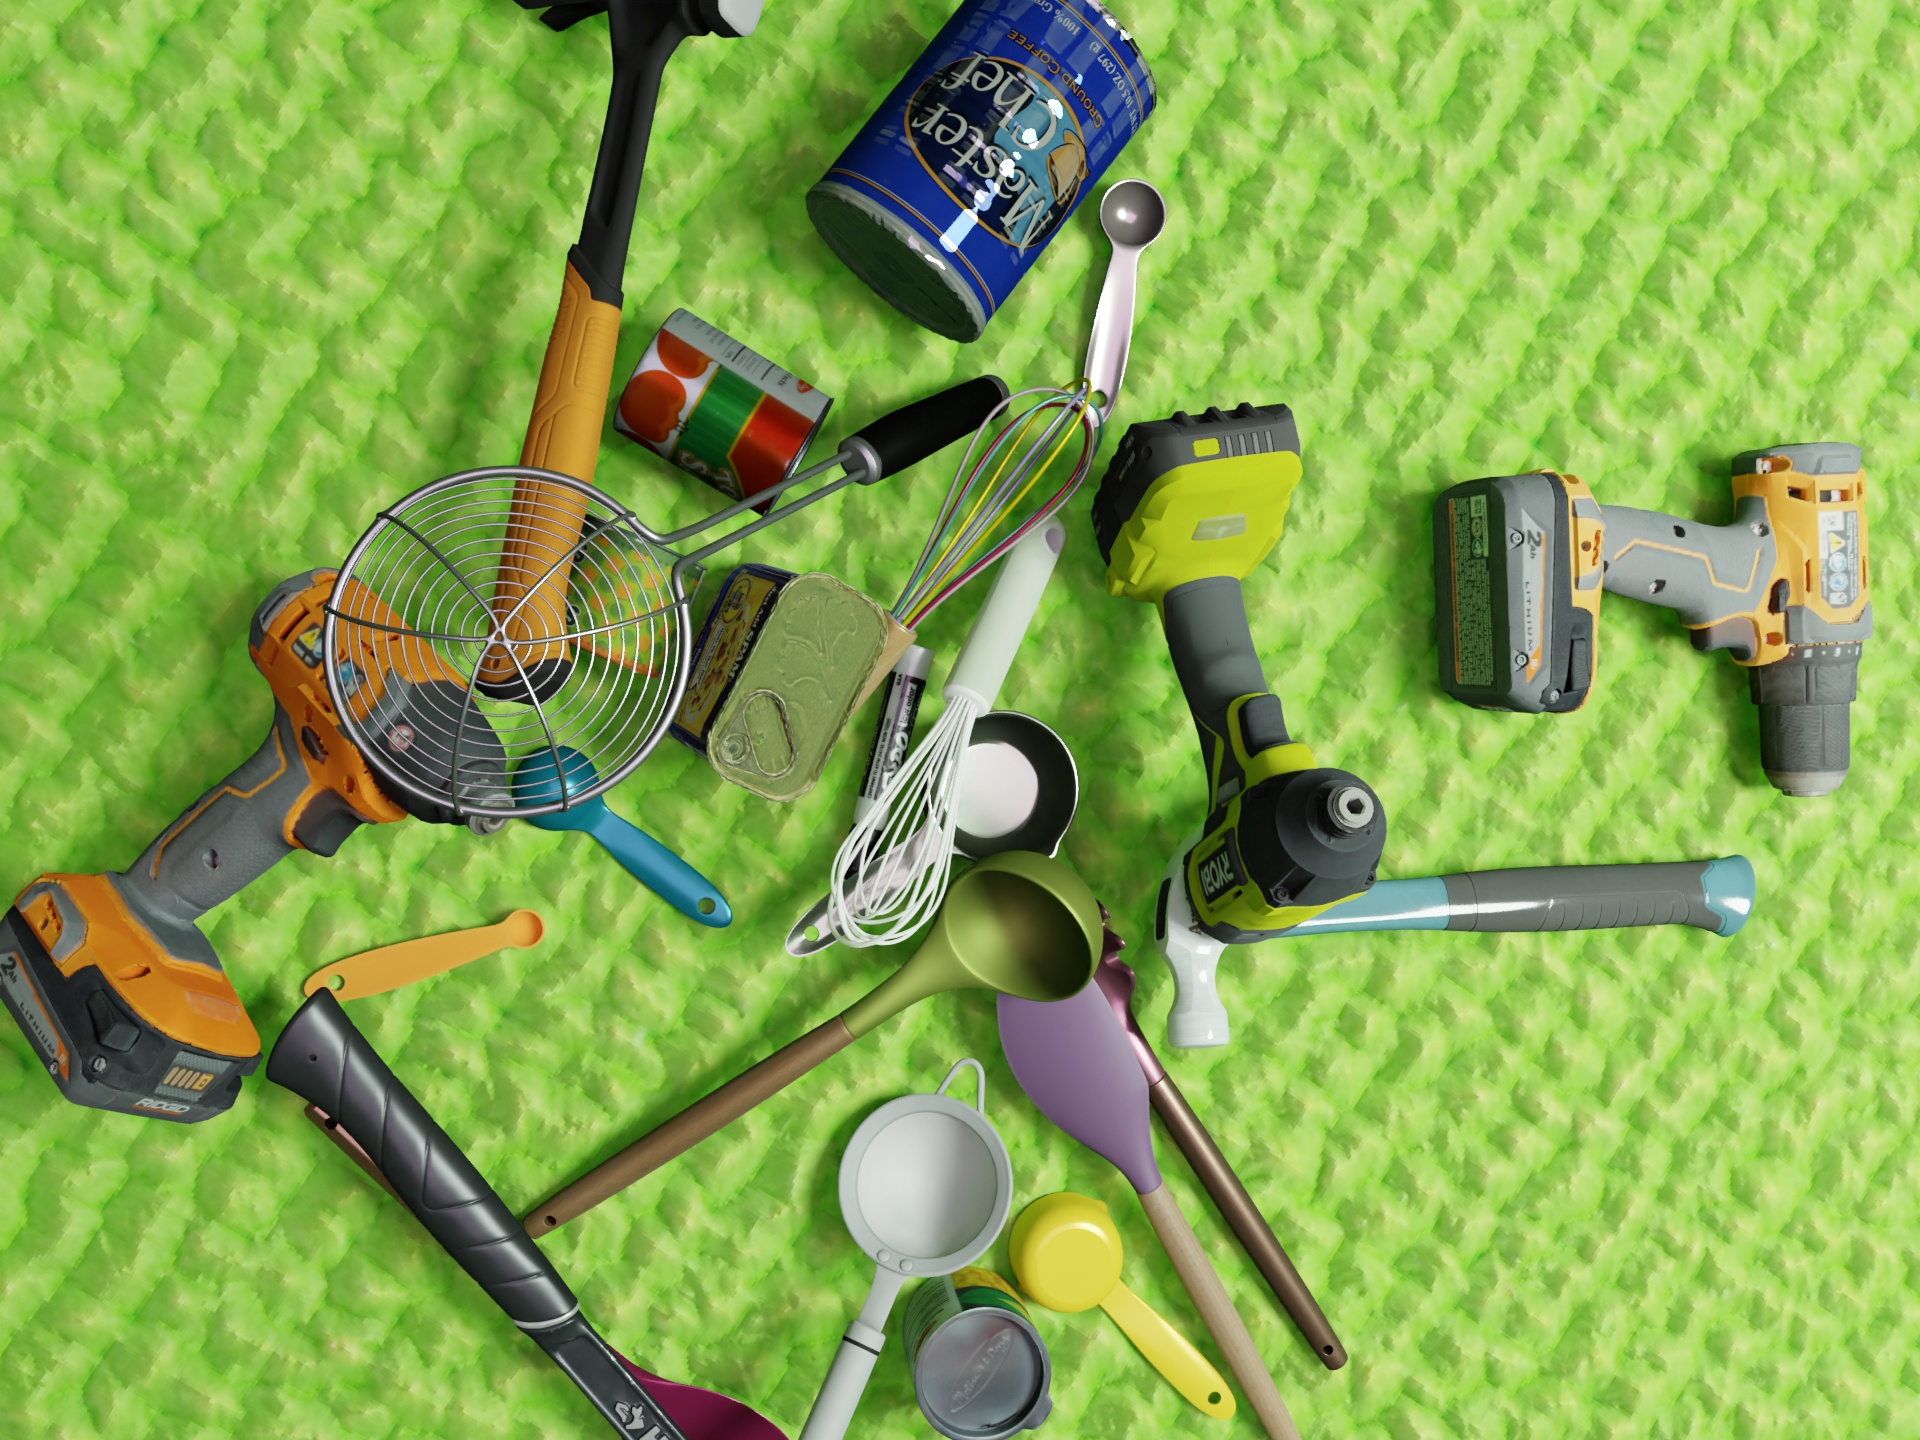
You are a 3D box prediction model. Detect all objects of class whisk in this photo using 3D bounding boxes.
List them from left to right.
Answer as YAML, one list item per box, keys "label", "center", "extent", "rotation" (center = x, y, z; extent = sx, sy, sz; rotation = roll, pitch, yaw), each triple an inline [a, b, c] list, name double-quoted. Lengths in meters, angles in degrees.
- label: "whisk"
  center: [-0.015, -0.064, 0.762]
  extent: [0.245, 0.047, 0.051]
  rotation: [-51, 143, 11]
- label: "whisk"
  center: [-0.001, -0.002, 0.743]
  extent: [0.057, 0.059, 0.246]
  rotation: [47, 56, -36]

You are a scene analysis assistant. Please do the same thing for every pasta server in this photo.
- label: "pasta server"
  center: [0.112, 0.207, 0.807]
  extent: [0.060, 0.040, 0.316]
  rotation: [-32, 97, 8]

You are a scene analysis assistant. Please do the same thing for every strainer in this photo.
- label: "strainer"
  center: [-0.043, 0.285, 0.756]
  extent: [0.087, 0.050, 0.258]
  rotation: [19, 68, 16]

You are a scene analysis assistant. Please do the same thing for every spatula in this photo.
- label: "spatula"
  center: [0.104, 0.256, 0.801]
  extent: [0.060, 0.018, 0.315]
  rotation: [-26, 102, 11]

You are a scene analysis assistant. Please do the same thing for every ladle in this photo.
- label: "ladle"
  center: [-0.075, 0.162, 0.747]
  extent: [0.320, 0.062, 0.078]
  rotation: [-33, 101, 5]

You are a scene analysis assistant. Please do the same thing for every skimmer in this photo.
- label: "skimmer"
  center: [-0.095, -0.081, 0.672]
  extent: [0.127, 0.090, 0.363]
  rotation: [58, 39, -5]

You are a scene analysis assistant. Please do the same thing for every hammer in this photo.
- label: "hammer"
  center: [-0.174, -0.174, 0.709]
  extent: [0.127, 0.034, 0.337]
  rotation: [8, 86, 28]
- label: "hammer"
  center: [-0.178, 0.290, 0.748]
  extent: [0.149, 0.036, 0.409]
  rotation: [-38, 98, -3]
- label: "hammer"
  center: [0.259, 0.095, 0.818]
  extent: [0.331, 0.033, 0.128]
  rotation: [-1, 76, -12]

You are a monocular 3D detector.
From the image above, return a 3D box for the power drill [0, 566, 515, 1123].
- label: "power drill"
  center: [-0.298, 0.060, 0.689]
  extent: [0.164, 0.084, 0.226]
  rotation: [37, 86, 30]

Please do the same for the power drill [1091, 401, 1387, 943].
- label: "power drill"
  center: [0.128, -0.021, 0.716]
  extent: [0.080, 0.171, 0.223]
  rotation: [-9, 74, -9]

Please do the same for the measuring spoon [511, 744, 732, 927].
- label: "measuring spoon"
  center: [-0.162, 0.060, 0.768]
  extent: [0.128, 0.021, 0.042]
  rotation: [39, 86, -7]

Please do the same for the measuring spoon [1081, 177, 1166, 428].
- label: "measuring spoon"
  center: [0.077, -0.210, 0.804]
  extent: [0.034, 0.018, 0.124]
  rotation: [9, 97, -9]

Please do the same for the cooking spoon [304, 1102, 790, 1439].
- label: "cooking spoon"
  center: [-0.195, 0.291, 0.773]
  extent: [0.069, 0.017, 0.319]
  rotation: [-45, 98, -1]

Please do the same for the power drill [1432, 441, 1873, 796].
- label: "power drill"
  center: [0.365, -0.047, 0.820]
  extent: [0.226, 0.084, 0.185]
  rotation: [-4, 94, -13]

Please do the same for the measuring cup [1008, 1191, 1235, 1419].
- label: "measuring cup"
  center: [0.089, 0.306, 0.809]
  extent: [0.062, 0.029, 0.156]
  rotation: [-45, 95, -5]

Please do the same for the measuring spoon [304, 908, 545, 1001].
- label: "measuring spoon"
  center: [-0.256, 0.113, 0.764]
  extent: [0.117, 0.011, 0.021]
  rotation: [-16, 94, -4]

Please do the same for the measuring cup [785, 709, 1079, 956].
- label: "measuring cup"
  center: [-0.018, 0.060, 0.776]
  extent: [0.167, 0.038, 0.083]
  rotation: [-37, 93, -11]
